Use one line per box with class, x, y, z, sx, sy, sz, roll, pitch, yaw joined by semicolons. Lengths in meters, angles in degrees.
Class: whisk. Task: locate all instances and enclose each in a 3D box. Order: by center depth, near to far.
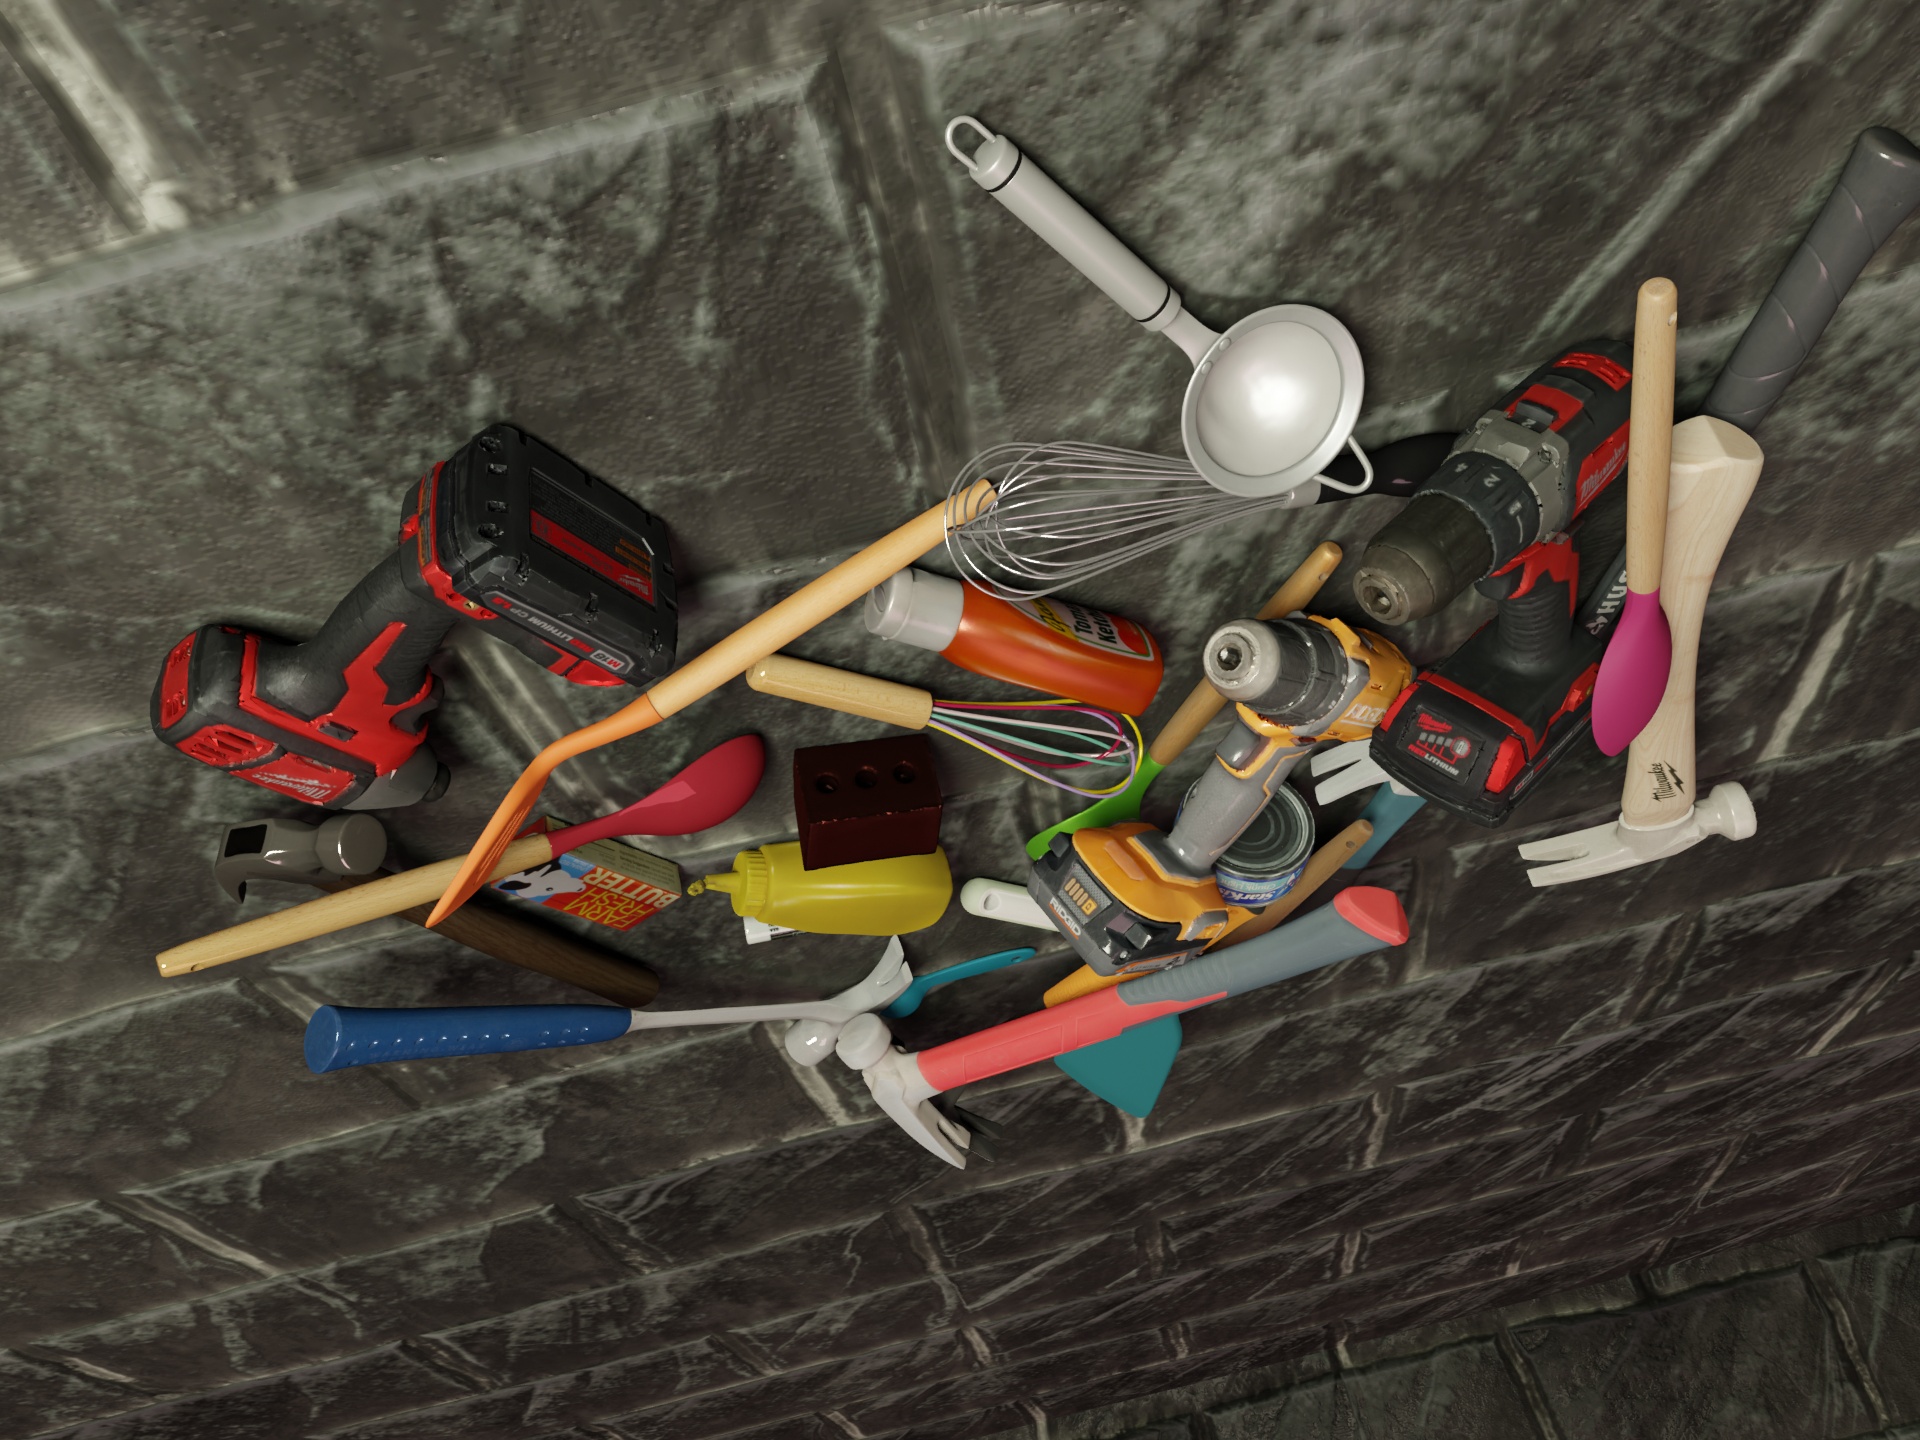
whisk;0.127;-0.105;0.739;0.284;0.070;0.070;-10;146;-17
whisk;-0.001;-0.005;0.863;0.244;0.051;0.047;14;117;-28
whisk;0.106;0.141;1.100;0.246;0.059;0.058;15;98;-29

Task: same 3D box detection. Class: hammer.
hammer;0.369;-0.121;0.823;0.149;0.036;0.408;-5;145;-11
hammer;0.394;-0.020;0.910;0.146;0.038;0.410;-17;144;10
hammer;-0.284;0.118;0.919;0.130;0.031;0.331;-4;157;25
hammer;-0.202;0.186;1.002;0.405;0.035;0.144;7;141;-45
hammer;0.111;0.197;1.036;0.386;0.038;0.143;-24;121;26
hammer;0.260;0.099;1.081;0.128;0.033;0.330;5;147;-10
hammer;0.081;0.198;1.090;0.127;0.034;0.337;39;125;-16

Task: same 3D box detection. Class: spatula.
spatula;-0.116;-0.012;0.738;0.322;0.041;0.081;-33;-175;0
spatula;0.175;0.165;1.069;0.082;0.044;0.317;34;132;-3

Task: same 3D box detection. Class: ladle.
ladle;-0.232;0.069;0.796;0.315;0.031;0.069;-18;150;-30

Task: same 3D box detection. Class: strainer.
strainer;0.086;-0.168;0.653;0.258;0.050;0.087;29;106;-38

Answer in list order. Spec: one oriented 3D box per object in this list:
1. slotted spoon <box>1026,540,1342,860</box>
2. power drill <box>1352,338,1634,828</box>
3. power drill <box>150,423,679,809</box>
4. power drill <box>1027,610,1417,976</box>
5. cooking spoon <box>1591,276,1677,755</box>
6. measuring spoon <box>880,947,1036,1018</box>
slotted spoon;0.128;0.006;0.929;0.070;0.031;0.313;2;142;-30
power drill;0.252;-0.050;0.765;0.188;0.080;0.226;-39;143;-24
power drill;-0.238;-0.027;0.714;0.219;0.079;0.143;-28;144;24
power drill;0.134;0.035;0.858;0.226;0.084;0.185;-52;151;20
cooking spoon;0.321;-0.080;0.745;0.069;0.017;0.318;-45;142;-13
measuring spoon;-0.005;0.192;1.152;0.128;0.021;0.042;-18;146;8
